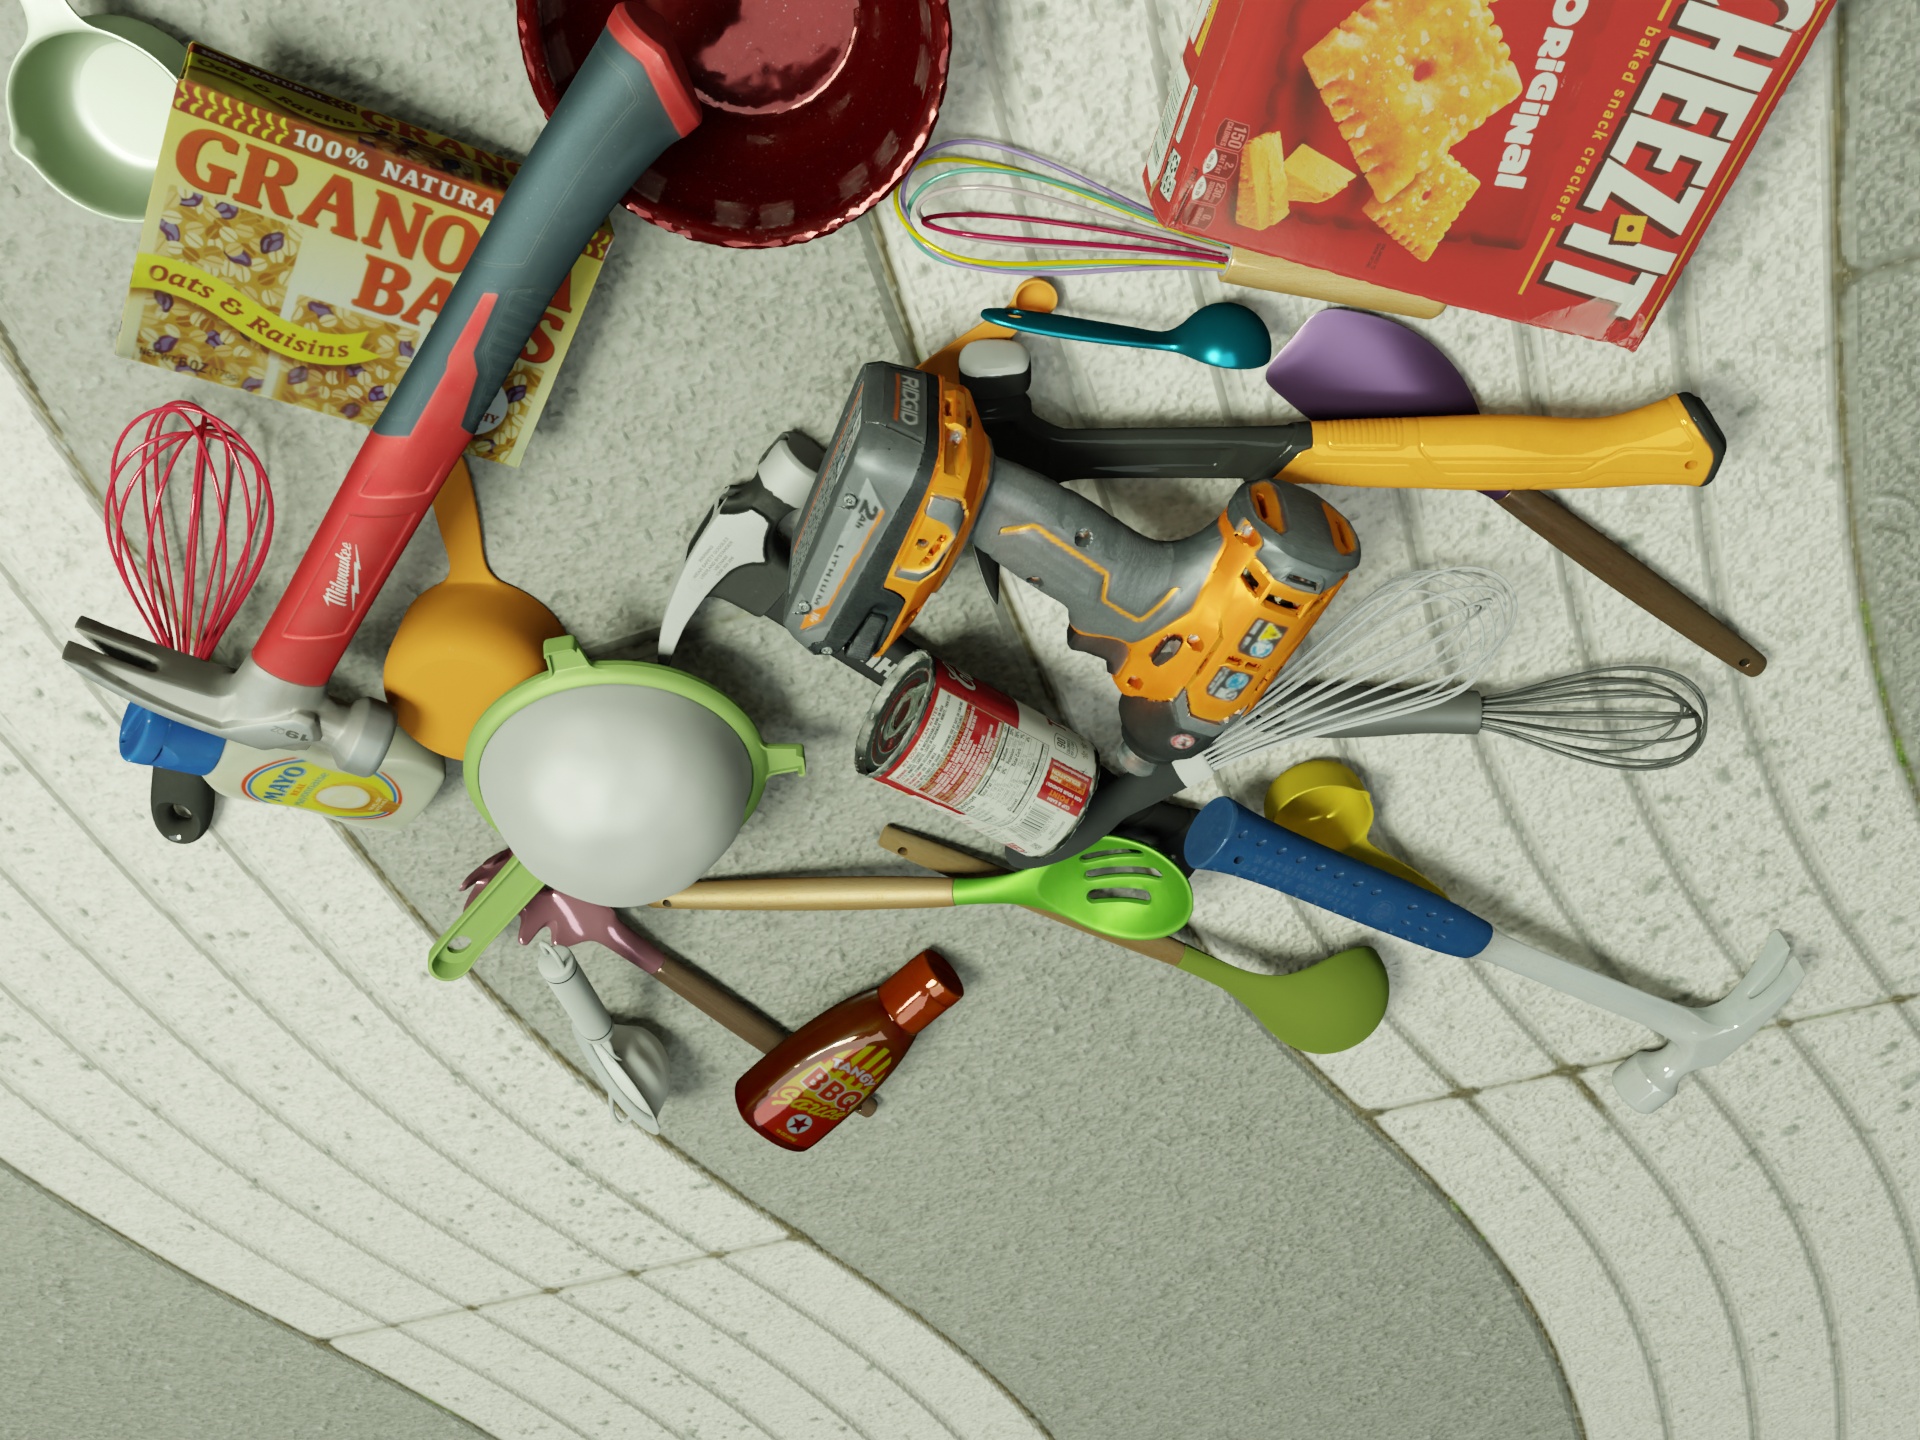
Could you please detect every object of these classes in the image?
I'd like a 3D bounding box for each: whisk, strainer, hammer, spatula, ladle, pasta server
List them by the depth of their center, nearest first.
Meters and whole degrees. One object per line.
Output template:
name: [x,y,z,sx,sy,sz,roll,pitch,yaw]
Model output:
hammer: [-0.233,-0.127,0.650,0.143,0.038,0.386,24,124,-29]
whisk: [0.091,-0.197,0.673,0.245,0.047,0.051,8,128,-10]
hammer: [0.168,-0.114,0.723,0.337,0.034,0.127,0,132,4]
spatula: [0.280,-0.100,0.761,0.315,0.018,0.059,30,123,-20]
whisk: [-0.384,-0.035,0.789,0.073,0.073,0.295,16,132,-12]
whisk: [0.144,0.006,0.795,0.284,0.070,0.070,-30,122,16]
strainer: [-0.204,0.077,0.812,0.151,0.069,0.256,28,122,-32]
whisk: [0.265,-0.001,0.822,0.239,0.055,0.055,1,128,4]
hammer: [-0.001,-0.003,0.826,0.334,0.035,0.146,33,120,-23]
hammer: [0.304,0.124,0.900,0.405,0.035,0.144,22,124,-23]
strainer: [-0.206,0.180,0.920,0.050,0.087,0.258,-40,157,-20]
ladle: [0.103,0.117,0.921,0.320,0.062,0.078,23,126,-8]
pasta server: [-0.162,0.165,0.951,0.060,0.040,0.316,-38,120,20]

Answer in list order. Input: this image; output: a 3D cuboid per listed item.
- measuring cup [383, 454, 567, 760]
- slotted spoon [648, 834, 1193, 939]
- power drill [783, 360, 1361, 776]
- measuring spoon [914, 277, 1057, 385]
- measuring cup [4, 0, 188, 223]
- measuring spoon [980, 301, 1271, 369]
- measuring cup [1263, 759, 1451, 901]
measuring cup: [-0.243,-0.054,0.773,0.095,0.052,0.173,1,129,-1]
slotted spoon: [-0.028,0.093,0.881,0.314,0.031,0.070,-3,122,14]
power drill: [0.041,-0.054,0.709,0.226,0.084,0.164,16,131,-15]
measuring spoon: [-0.004,-0.163,0.720,0.117,0.011,0.021,-33,130,26]
measuring cup: [-0.344,-0.279,0.612,0.083,0.038,0.167,-9,125,7]
measuring spoon: [0.073,-0.175,0.687,0.128,0.042,0.021,6,125,-5]
measuring cup: [0.227,0.069,0.892,0.062,0.029,0.156,-39,127,25]
